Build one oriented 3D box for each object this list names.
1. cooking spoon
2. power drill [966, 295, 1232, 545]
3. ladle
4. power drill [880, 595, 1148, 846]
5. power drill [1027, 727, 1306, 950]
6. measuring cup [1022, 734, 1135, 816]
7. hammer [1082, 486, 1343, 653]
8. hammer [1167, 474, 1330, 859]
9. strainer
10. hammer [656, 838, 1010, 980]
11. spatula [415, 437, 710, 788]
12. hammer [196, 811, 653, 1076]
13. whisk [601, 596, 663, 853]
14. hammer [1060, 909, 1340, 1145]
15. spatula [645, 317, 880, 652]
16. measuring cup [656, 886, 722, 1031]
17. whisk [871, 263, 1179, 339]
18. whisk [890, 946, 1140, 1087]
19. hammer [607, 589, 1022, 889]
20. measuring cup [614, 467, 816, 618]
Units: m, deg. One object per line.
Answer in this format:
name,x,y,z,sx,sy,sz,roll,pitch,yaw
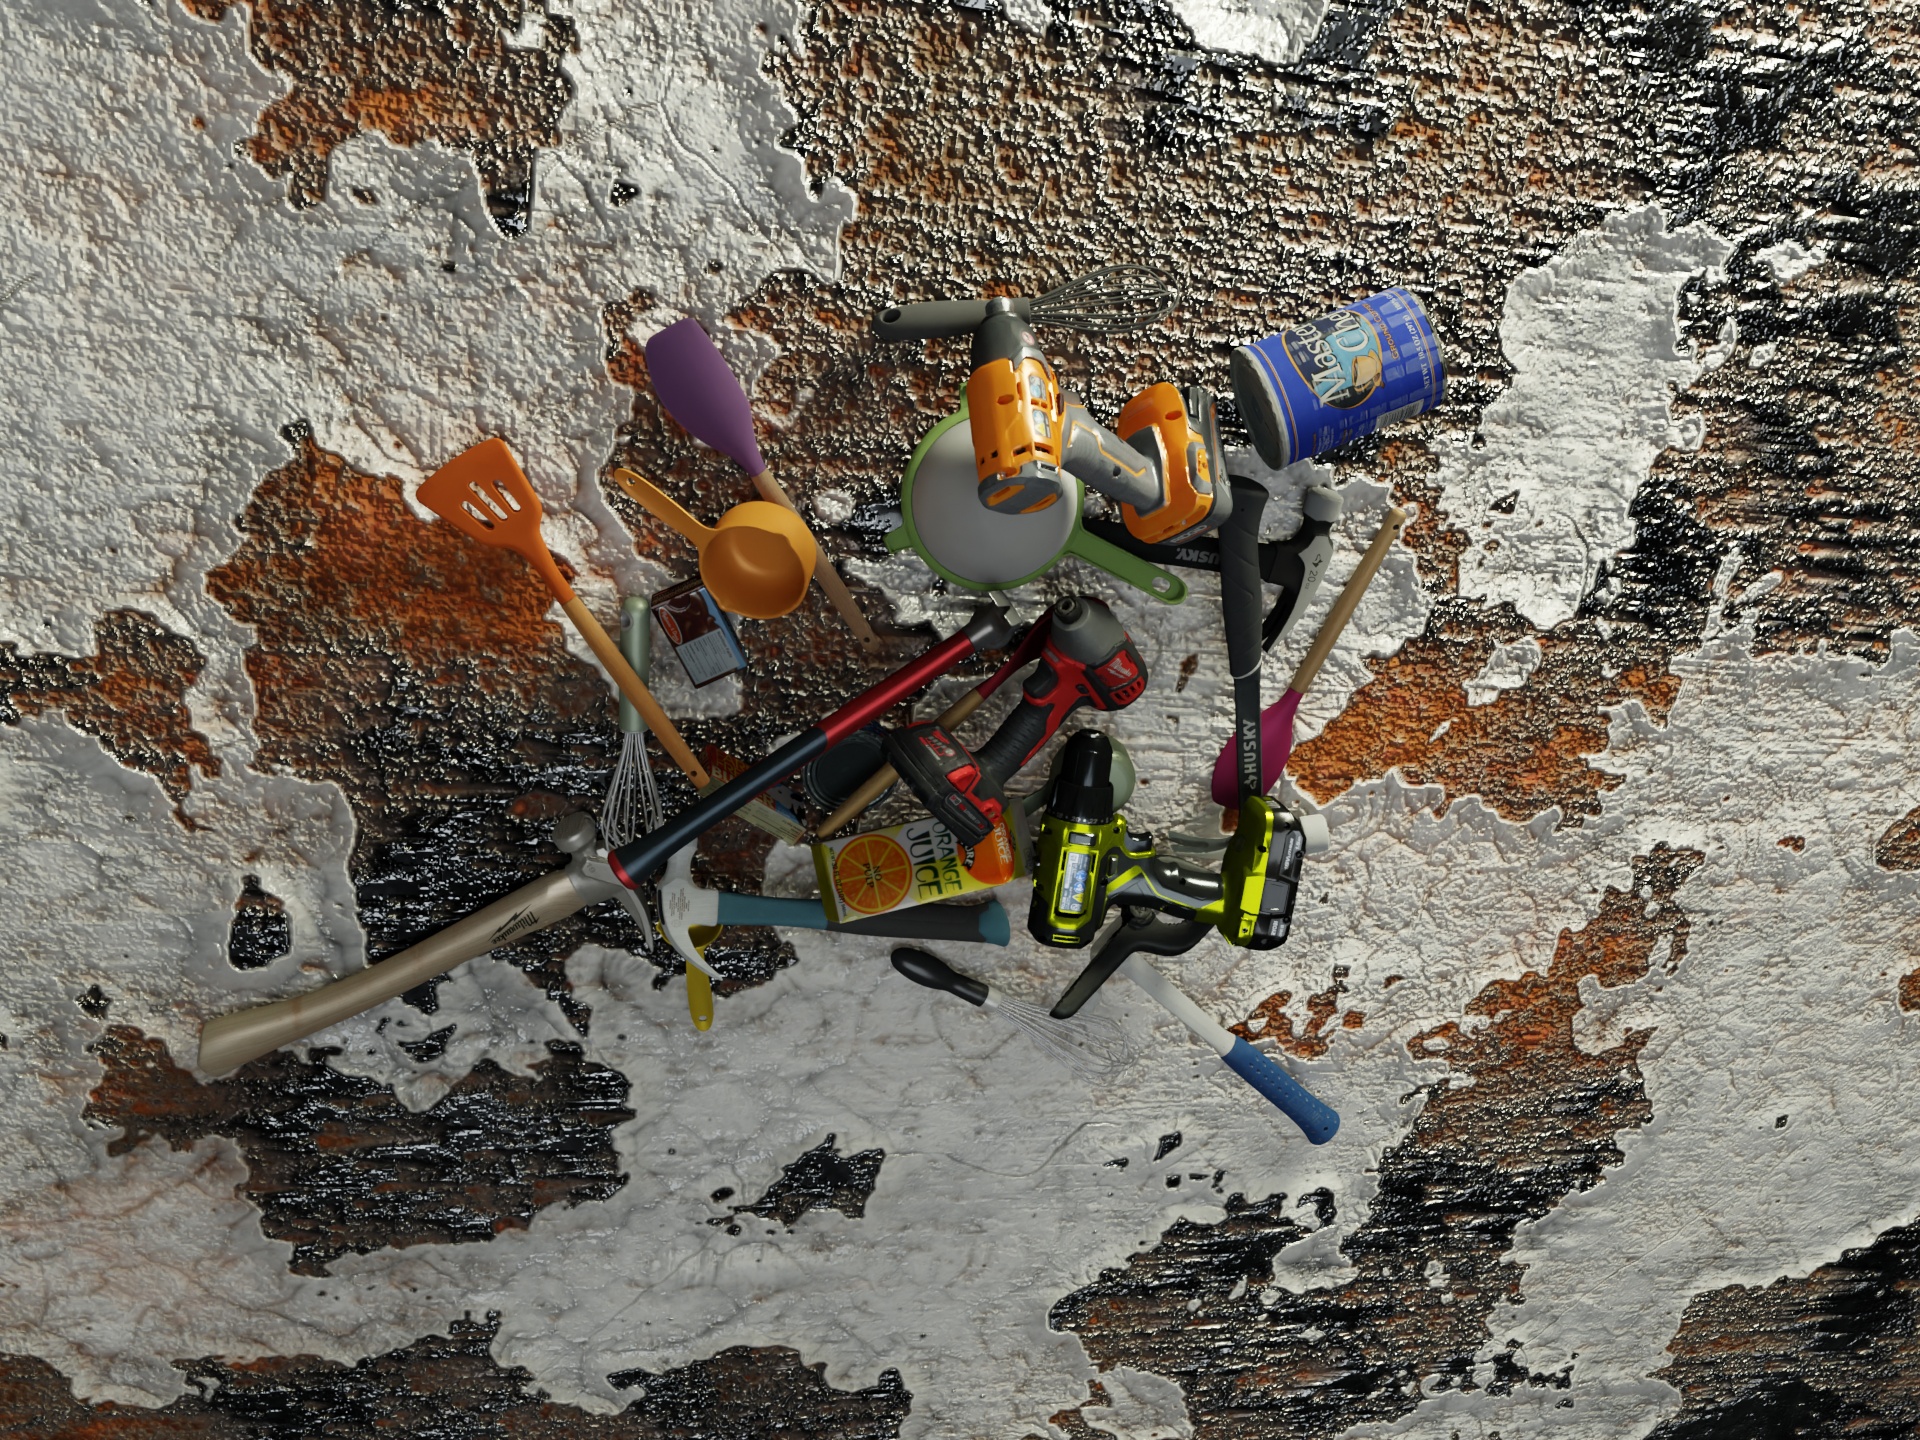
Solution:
cooking spoon,0.316,-0.049,1.435,0.068,0.017,0.318,17,114,-20
power drill,0.099,-0.225,1.206,0.226,0.164,0.084,7,159,-39
ladle,-0.002,-0.004,1.358,0.315,0.031,0.069,-41,153,2
power drill,0.050,-0.008,1.314,0.219,0.079,0.143,-41,146,0
power drill,0.179,0.112,1.402,0.228,0.080,0.190,7,101,-7
measuring cup,0.082,0.076,1.440,0.167,0.038,0.083,-30,120,2
hammer,0.151,-0.144,1.340,0.334,0.035,0.146,6,116,-15
hammer,0.244,-0.031,1.384,0.149,0.036,0.408,-9,127,3
strainer,0.077,-0.149,1.261,0.256,0.069,0.151,25,99,-15
hammer,-0.109,0.174,1.436,0.331,0.033,0.128,6,82,-21
spatula,-0.297,-0.073,1.257,0.081,0.041,0.322,-33,106,6
hammer,-0.475,0.222,1.402,0.410,0.038,0.146,-25,121,2
whisk,-0.272,0.012,1.331,0.059,0.058,0.246,-18,124,-43
hammer,0.265,0.316,1.596,0.405,0.035,0.144,42,80,-32
spatula,-0.150,-0.176,1.267,0.060,0.018,0.315,-28,119,11
measuring cup,-0.242,0.218,1.455,0.062,0.029,0.156,-6,121,-9
whisk,0.050,-0.317,1.222,0.239,0.055,0.055,-7,119,-3
whisk,0.055,0.281,1.540,0.284,0.070,0.070,28,109,-18
hammer,-0.118,0.016,1.281,0.386,0.143,0.038,-34,89,-2
measuring cup,-0.191,-0.154,1.249,0.173,0.052,0.095,36,127,-14
